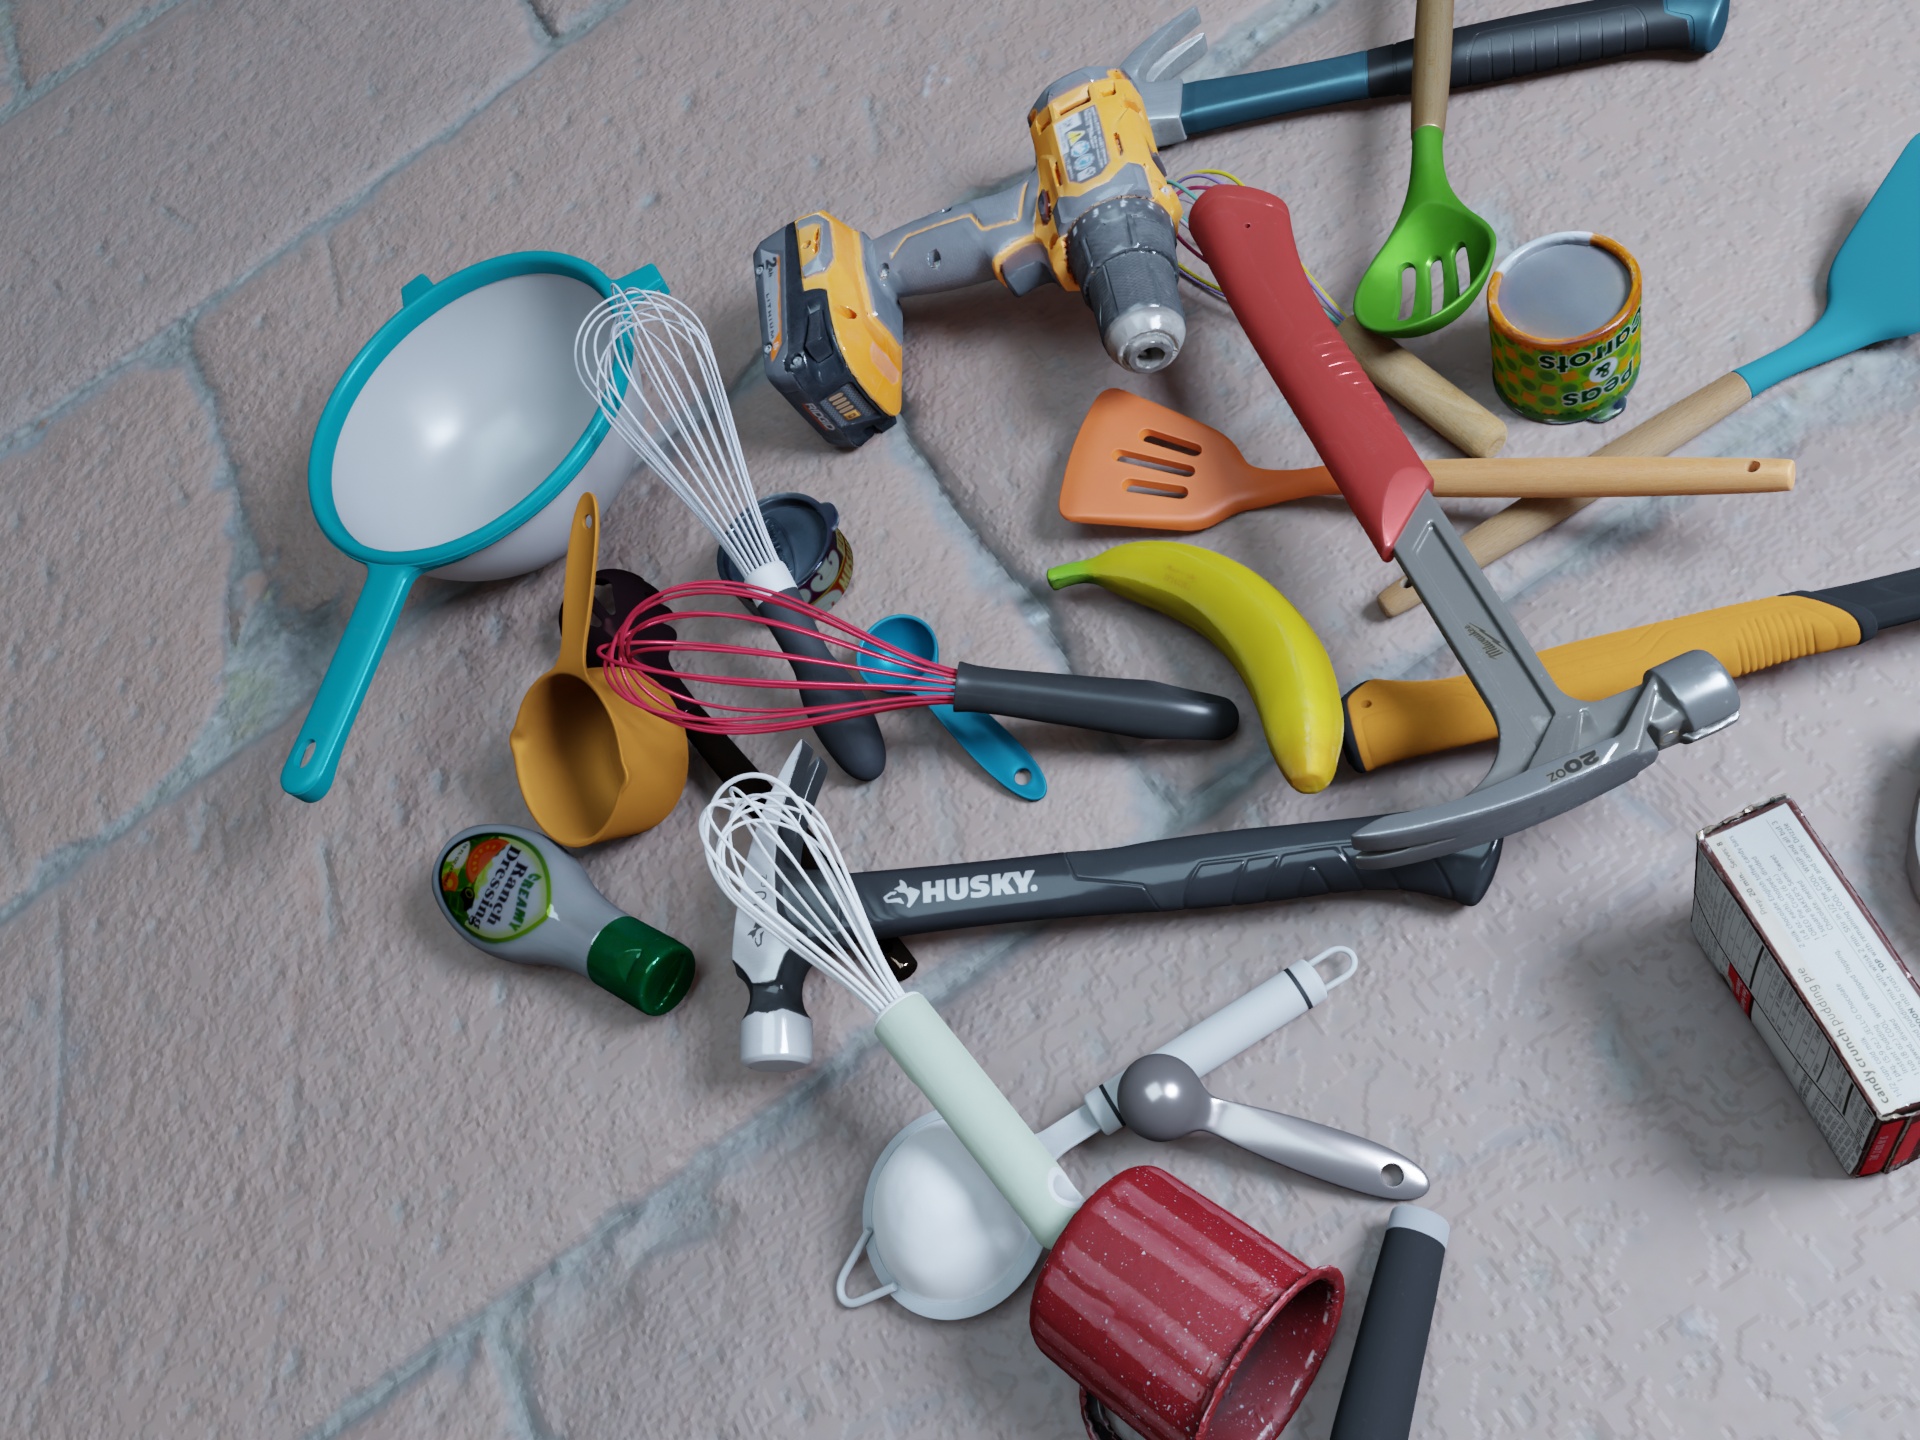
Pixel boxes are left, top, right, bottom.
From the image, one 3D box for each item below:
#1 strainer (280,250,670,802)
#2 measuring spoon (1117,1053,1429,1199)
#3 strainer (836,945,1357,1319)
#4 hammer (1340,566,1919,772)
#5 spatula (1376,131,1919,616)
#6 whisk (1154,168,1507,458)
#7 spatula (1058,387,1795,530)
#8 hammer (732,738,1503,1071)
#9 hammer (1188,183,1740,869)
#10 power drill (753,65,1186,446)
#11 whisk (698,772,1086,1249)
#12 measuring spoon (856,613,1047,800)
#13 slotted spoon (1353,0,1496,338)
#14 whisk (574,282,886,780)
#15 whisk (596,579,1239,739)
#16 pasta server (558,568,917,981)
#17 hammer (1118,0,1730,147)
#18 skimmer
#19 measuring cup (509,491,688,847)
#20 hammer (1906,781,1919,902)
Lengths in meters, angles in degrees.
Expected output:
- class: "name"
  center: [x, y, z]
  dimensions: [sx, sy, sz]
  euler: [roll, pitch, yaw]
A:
- class: "strainer"
  center: [-0.275, -0.100, 0.888]
  dimensions: [0.211, 0.095, 0.340]
  euler: [6, 68, 27]
- class: "measuring spoon"
  center: [0.121, 0.160, 0.616]
  dimensions: [0.124, 0.018, 0.034]
  euler: [16, 75, 10]
- class: "strainer"
  center: [0.051, 0.162, 0.651]
  dimensions: [0.258, 0.050, 0.087]
  euler: [-32, 53, -1]
- class: "hammer"
  center: [0.318, -0.029, 0.629]
  dimensions: [0.337, 0.034, 0.127]
  euler: [-15, 36, 18]
- class: "spatula"
  center: [0.320, -0.142, 0.702]
  dimensions: [0.317, 0.044, 0.082]
  euler: [-33, 49, 4]
- class: "whisk"
  center: [0.180, -0.209, 0.796]
  dimensions: [0.047, 0.051, 0.245]
  euler: [-37, 59, -7]
- class: "spatula"
  center: [0.198, -0.115, 0.723]
  dimensions: [0.323, 0.041, 0.081]
  euler: [5, 65, 35]
- class: "hammer"
  center: [0.063, 0.064, 0.687]
  dimensions: [0.335, 0.035, 0.146]
  euler: [-8, 65, 13]
- class: "hammer"
  center: [0.168, -0.108, 0.686]
  dimensions: [0.149, 0.036, 0.359]
  euler: [-23, 55, 4]
- class: "power drill"
  center: [0.009, -0.225, 0.834]
  dimensions: [0.226, 0.084, 0.186]
  euler: [-21, 58, 19]
- class: "whisk"
  center: [-0.031, 0.114, 0.649]
  dimensions: [0.246, 0.057, 0.059]
  euler: [48, 113, 25]
- class: "measuring spoon"
  center: [-0.001, -0.002, 0.776]
  dimensions: [0.042, 0.021, 0.129]
  euler: [-44, 66, -4]
- class: "slotted spoon"
  center: [0.238, -0.313, 0.800]
  dimensions: [0.070, 0.031, 0.314]
  euler: [-11, 58, 38]
- class: "whisk"
  center: [-0.110, -0.095, 0.794]
  dimensions: [0.070, 0.070, 0.285]
  euler: [-29, 83, 5]
- class: "whisk"
  center: [-0.021, -0.018, 0.727]
  dimensions: [0.296, 0.073, 0.073]
  euler: [7, 65, 3]
- class: "pasta server"
  center: [-0.118, 0.019, 0.804]
  dimensions: [0.060, 0.040, 0.316]
  euler: [-42, 60, -4]
- class: "hammer"
  center: [0.234, -0.349, 0.854]
  dimensions: [0.331, 0.033, 0.128]
  euler: [-3, 63, 20]
- class: "skimmer"
  center: [0.117, 0.348, 0.530]
  dimensions: [0.127, 0.090, 0.363]
  euler: [7, 56, 27]
- class: "measuring cup"
  center: [-0.172, -0.025, 0.787]
  dimensions: [0.095, 0.052, 0.173]
  euler: [13, 101, 39]
- class: "hammer"
  center: [0.495, -0.016, 0.572]
  dimensions: [0.331, 0.031, 0.130]
  euler: [-34, 57, 2]
